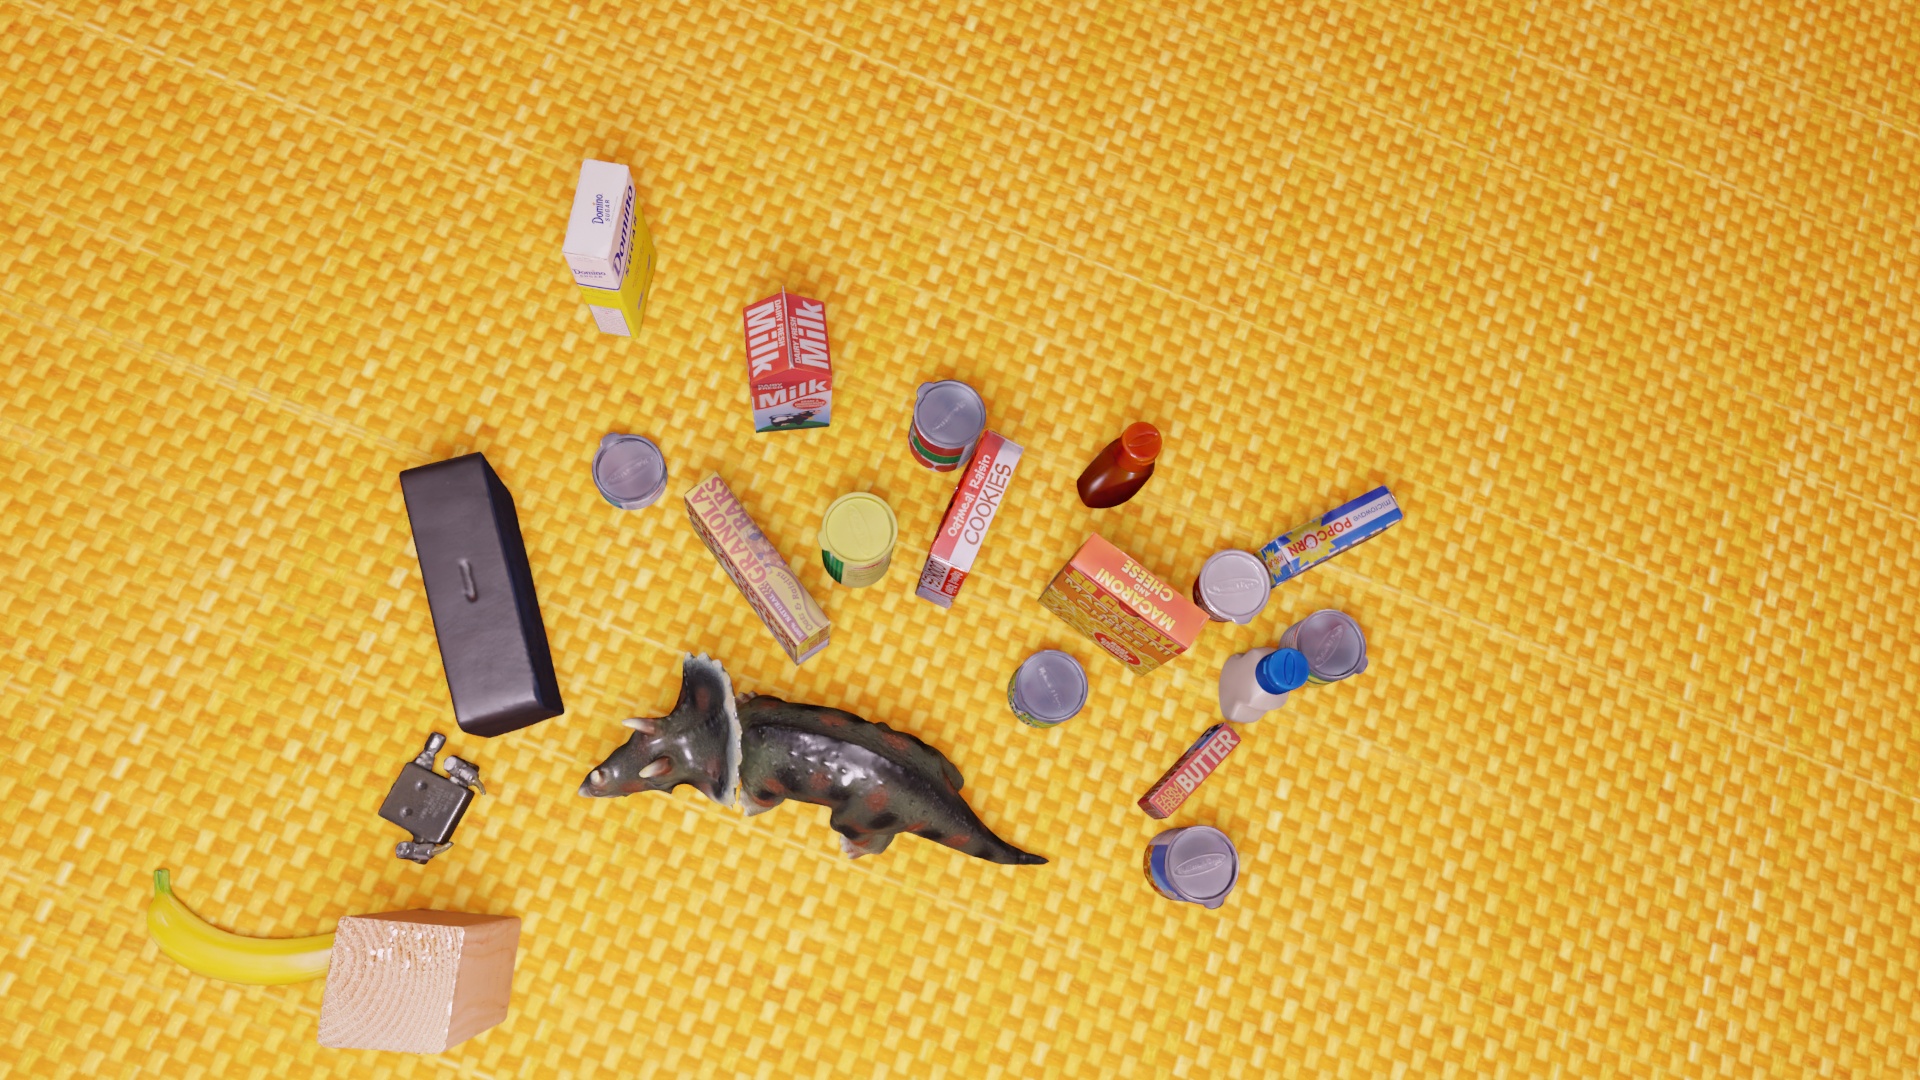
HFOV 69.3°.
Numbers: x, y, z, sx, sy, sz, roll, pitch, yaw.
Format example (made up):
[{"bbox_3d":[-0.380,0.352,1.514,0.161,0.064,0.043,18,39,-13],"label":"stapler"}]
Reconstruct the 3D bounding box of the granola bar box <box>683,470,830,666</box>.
[{"bbox_3d":[-0.179,0.029,1.230,0.039,0.124,0.165,-36,83,-13],"label":"granola bar box"}]

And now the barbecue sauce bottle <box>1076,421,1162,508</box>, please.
[{"bbox_3d":[0.151,-0.069,1.280,0.065,0.148,0.044,-17,79,-10],"label":"barbecue sauce bottle"}]

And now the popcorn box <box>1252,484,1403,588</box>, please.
[{"bbox_3d":[0.345,-0.001,1.318,0.127,0.085,0.038,-25,81,-12],"label":"popcorn box"}]

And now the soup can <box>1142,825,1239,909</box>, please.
[{"bbox_3d":[0.203,0.290,1.229,0.071,0.083,0.071,2,76,-6],"label":"soup can"}]

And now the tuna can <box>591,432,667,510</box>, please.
[{"bbox_3d":[-0.307,-0.065,1.286,0.071,0.032,0.071,2,76,-6],"label":"tuna can"}]

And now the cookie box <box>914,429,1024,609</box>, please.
[{"bbox_3d":[0.004,-0.016,1.240,0.040,0.167,0.123,24,75,0],"label":"cookie box"}]

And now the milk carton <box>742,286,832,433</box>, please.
[{"bbox_3d":[-0.154,-0.159,1.245,0.073,0.190,0.072,-6,77,-8],"label":"milk carton"}]

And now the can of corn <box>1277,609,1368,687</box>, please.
[{"bbox_3d":[0.341,0.104,1.305,0.071,0.058,0.071,2,76,-6],"label":"can of corn"}]

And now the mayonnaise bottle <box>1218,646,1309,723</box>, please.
[{"bbox_3d":[0.271,0.126,1.245,0.041,0.147,0.065,7,76,-5],"label":"mayonnaise bottle"}]

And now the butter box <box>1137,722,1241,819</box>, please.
[{"bbox_3d":[0.208,0.211,1.266,0.104,0.053,0.024,-43,84,-14],"label":"butter box"}]

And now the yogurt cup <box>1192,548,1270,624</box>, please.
[{"bbox_3d":[0.252,0.046,1.312,0.072,0.053,0.072,2,76,-6],"label":"yogurt cup"}]

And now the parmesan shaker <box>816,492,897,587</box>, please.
[{"bbox_3d":[-0.096,0.002,1.257,0.071,0.103,0.071,2,76,-6],"label":"parmesan shaker"}]

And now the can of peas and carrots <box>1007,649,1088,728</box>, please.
[{"bbox_3d":[0.076,0.138,1.266,0.071,0.058,0.071,2,76,-6],"label":"can of peas and carrots"}]

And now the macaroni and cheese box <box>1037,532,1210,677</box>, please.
[{"bbox_3d":[0.141,0.062,1.237,0.124,0.166,0.040,36,75,3],"label":"macaroni and cheese box"}]

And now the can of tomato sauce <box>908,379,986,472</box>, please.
[{"bbox_3d":[-0.016,-0.107,1.304,0.071,0.083,0.071,2,76,-6],"label":"can of tomato sauce"}]
